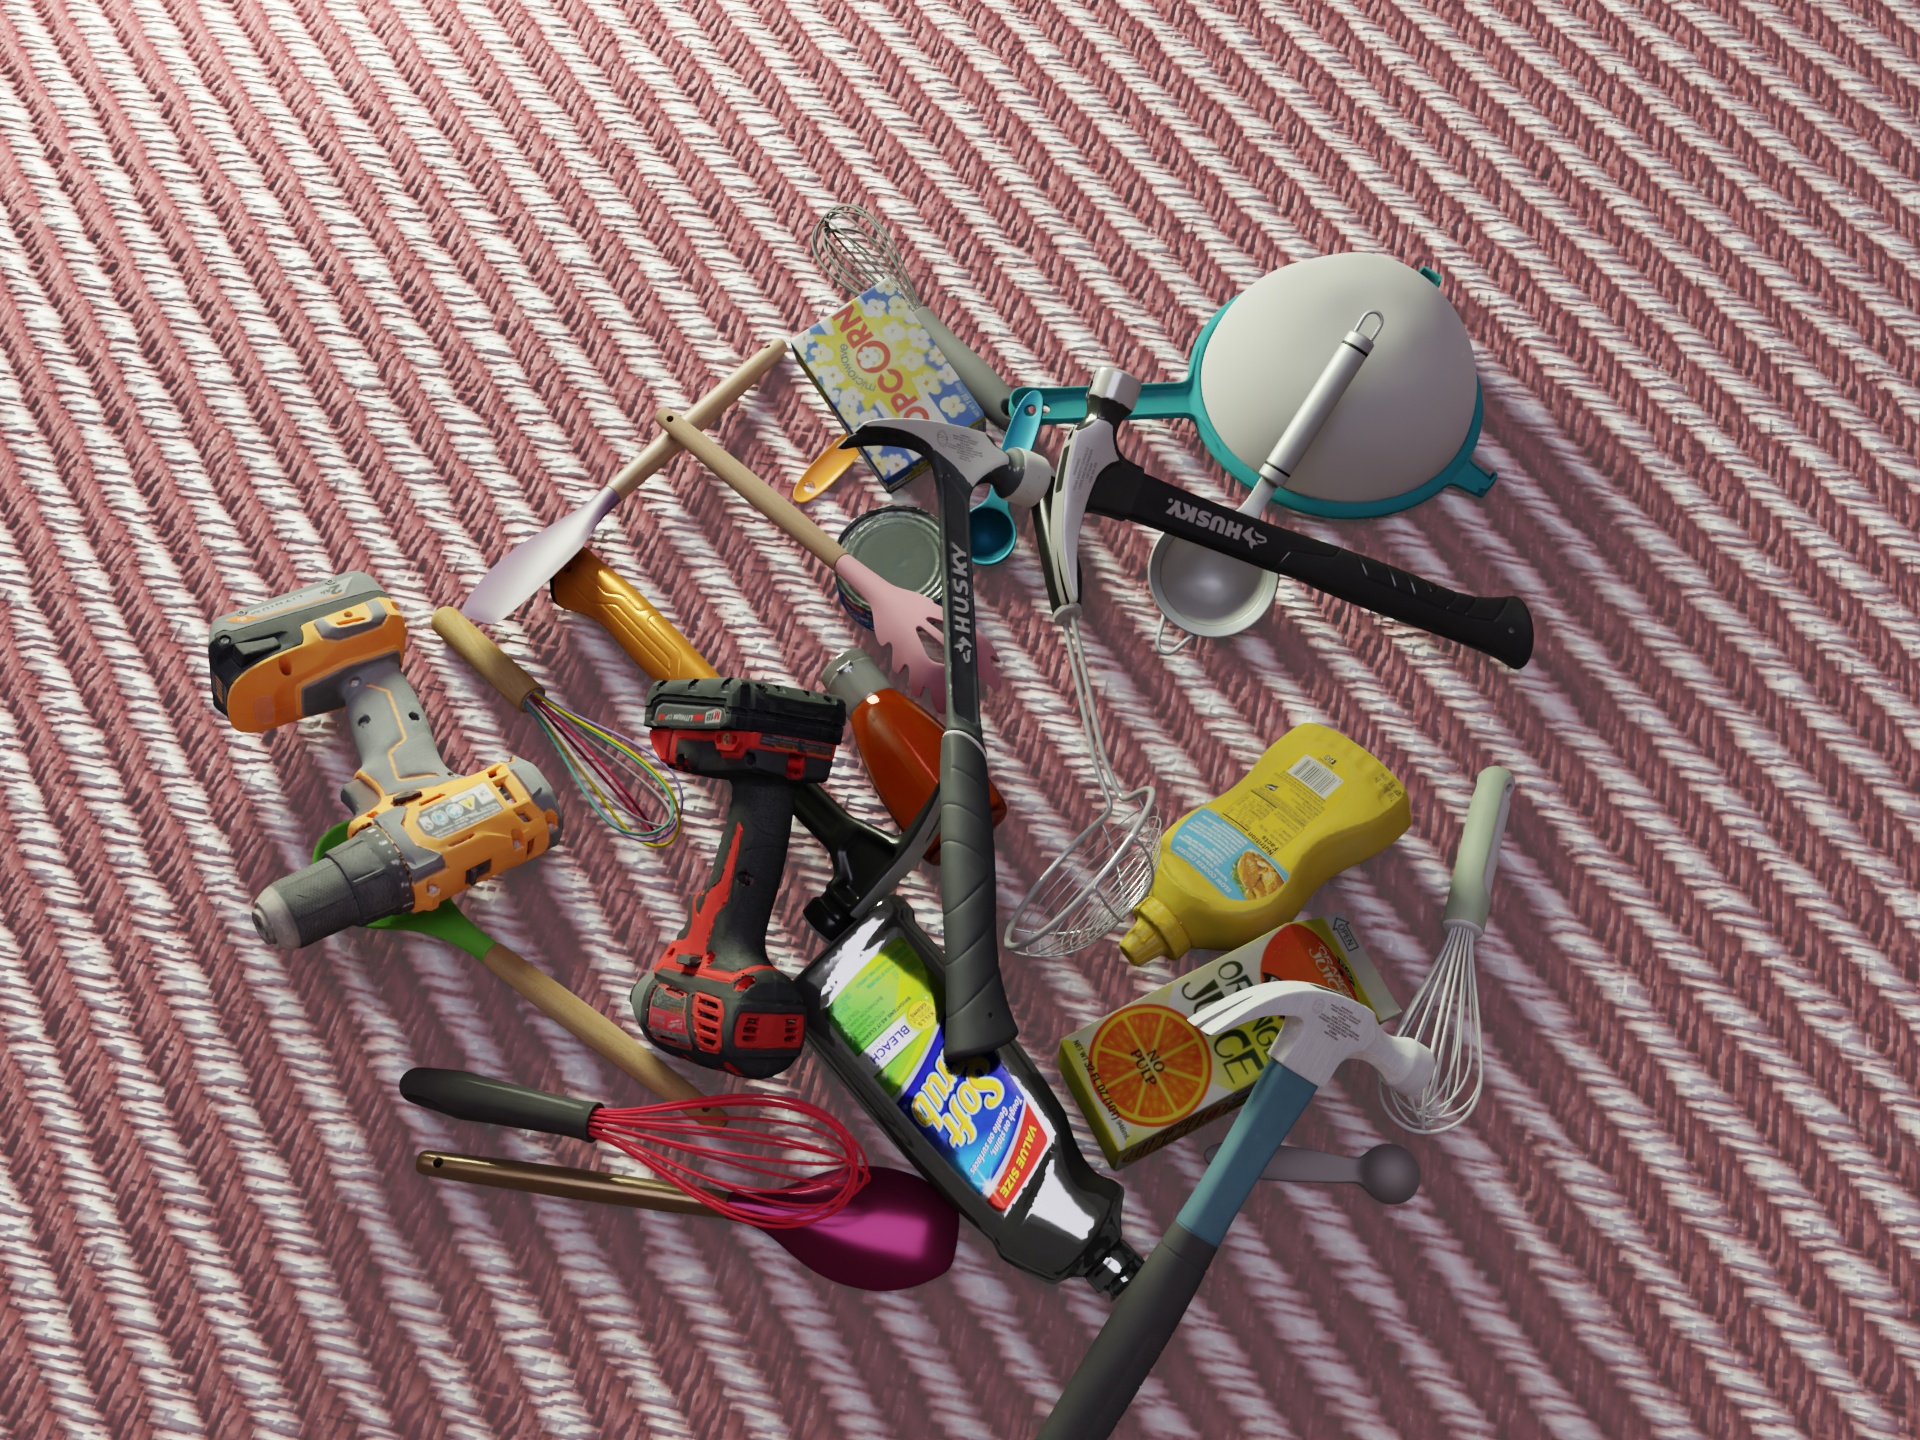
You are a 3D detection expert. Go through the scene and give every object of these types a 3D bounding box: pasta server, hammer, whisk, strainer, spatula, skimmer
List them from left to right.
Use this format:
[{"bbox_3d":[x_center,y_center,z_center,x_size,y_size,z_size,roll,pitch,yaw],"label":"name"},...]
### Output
[{"bbox_3d":[-0.268,0.002,1.039,0.245,0.047,0.051,38,59,22],"label":"whisk"},{"bbox_3d":[-0.192,0.234,0.910,0.296,0.073,0.073,7,66,15],"label":"whisk"},{"bbox_3d":[-0.226,-0.173,1.105,0.060,0.018,0.316,18,55,38],"label":"spatula"},{"bbox_3d":[-0.149,-0.012,1.024,0.337,0.034,0.127,42,94,23],"label":"hammer"},{"bbox_3d":[-0.096,-0.115,1.056,0.316,0.040,0.060,40,73,22],"label":"pasta server"},{"bbox_3d":[-0.028,-0.294,1.165,0.055,0.055,0.239,-37,74,-14],"label":"whisk"},{"bbox_3d":[-0.001,-0.003,0.941,0.149,0.036,0.409,15,61,-33],"label":"hammer"},{"bbox_3d":[0.056,-0.023,1.009,0.090,0.127,0.364,12,54,-31],"label":"skimmer"},{"bbox_3d":[0.121,0.287,0.851,0.128,0.033,0.331,34,85,-12],"label":"hammer"},{"bbox_3d":[0.205,-0.247,1.096,0.340,0.095,0.211,-4,66,-4],"label":"strainer"},{"bbox_3d":[0.204,-0.154,1.048,0.087,0.050,0.258,33,103,5],"label":"strainer"},{"bbox_3d":[0.215,-0.098,1.016,0.334,0.035,0.146,19,88,-10],"label":"hammer"},{"bbox_3d":[0.301,0.133,0.956,0.059,0.057,0.246,5,58,32],"label":"whisk"}]

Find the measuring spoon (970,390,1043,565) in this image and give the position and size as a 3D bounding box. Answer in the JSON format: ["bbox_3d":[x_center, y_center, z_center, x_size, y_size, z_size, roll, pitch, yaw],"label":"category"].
[{"bbox_3d":[0.034,-0.166,1.099,0.042,0.021,0.128,18,84,13],"label":"measuring spoon"}]

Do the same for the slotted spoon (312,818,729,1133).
[{"bbox_3d":[-0.269,0.159,0.973,0.314,0.031,0.070,32,55,13],"label":"slotted spoon"}]

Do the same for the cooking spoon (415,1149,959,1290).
[{"bbox_3d":[-0.159,0.277,0.919,0.319,0.017,0.069,7,65,4],"label":"cooking spoon"}]

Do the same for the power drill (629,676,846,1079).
[{"bbox_3d":[-0.140,0.089,0.927,0.078,0.143,0.220,11,83,-40],"label":"power drill"}]

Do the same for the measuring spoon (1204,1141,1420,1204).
[{"bbox_3d":[0.203,0.256,0.916,0.124,0.018,0.034,4,66,5],"label":"measuring spoon"}]

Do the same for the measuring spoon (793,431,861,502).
[{"bbox_3d":[-0.078,-0.196,1.140,0.021,0.011,0.117,41,76,7],"label":"measuring spoon"}]

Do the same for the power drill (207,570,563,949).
[{"bbox_3d":[-0.382,0.028,0.984,0.185,0.084,0.226,-28,67,-36],"label":"power drill"}]
